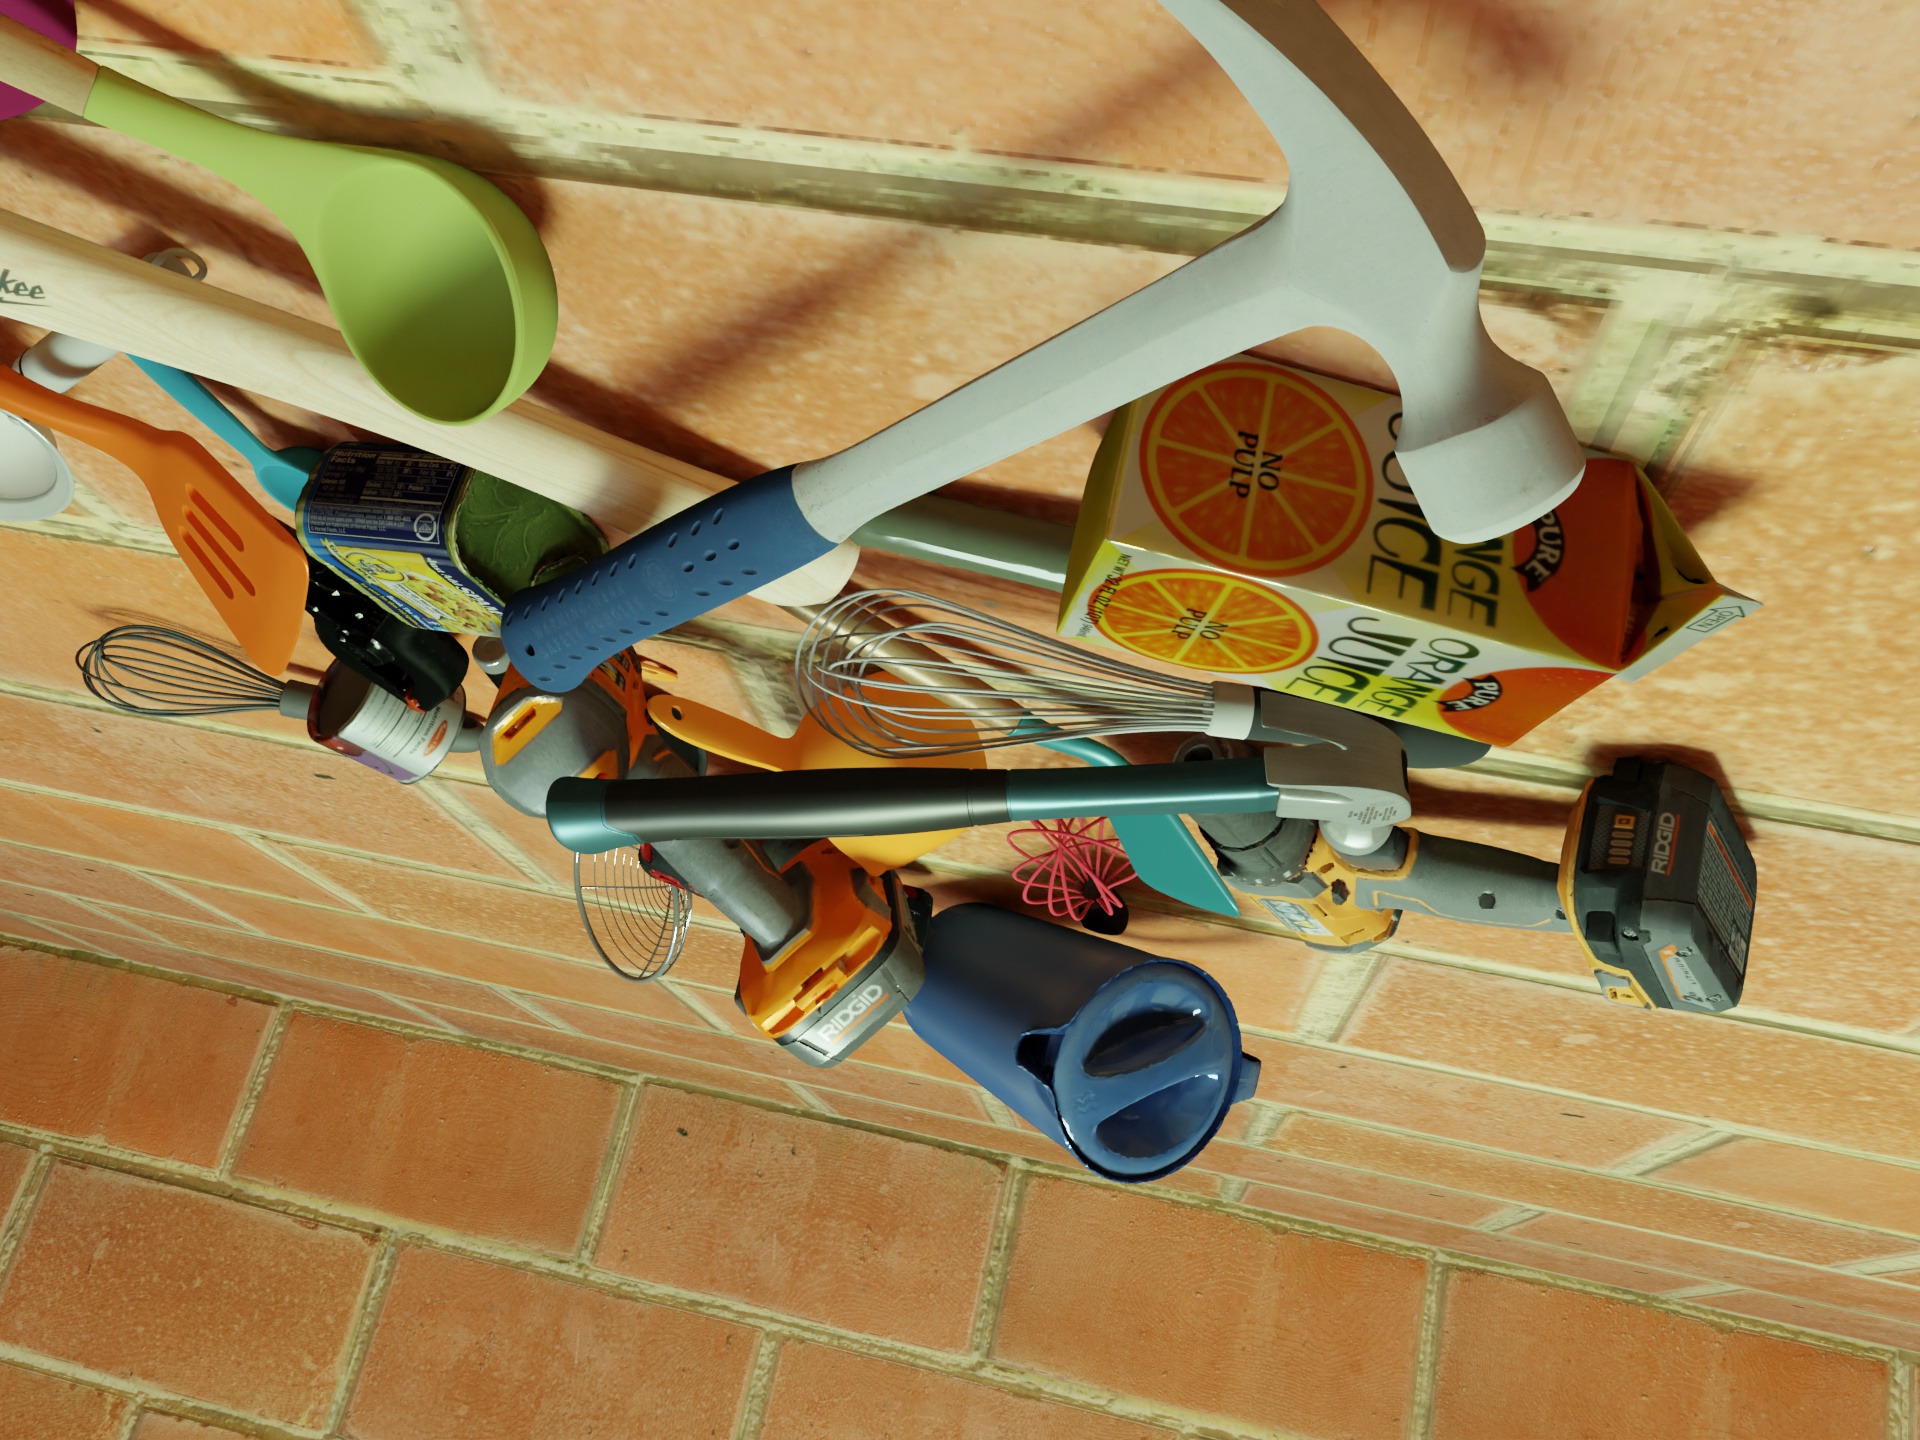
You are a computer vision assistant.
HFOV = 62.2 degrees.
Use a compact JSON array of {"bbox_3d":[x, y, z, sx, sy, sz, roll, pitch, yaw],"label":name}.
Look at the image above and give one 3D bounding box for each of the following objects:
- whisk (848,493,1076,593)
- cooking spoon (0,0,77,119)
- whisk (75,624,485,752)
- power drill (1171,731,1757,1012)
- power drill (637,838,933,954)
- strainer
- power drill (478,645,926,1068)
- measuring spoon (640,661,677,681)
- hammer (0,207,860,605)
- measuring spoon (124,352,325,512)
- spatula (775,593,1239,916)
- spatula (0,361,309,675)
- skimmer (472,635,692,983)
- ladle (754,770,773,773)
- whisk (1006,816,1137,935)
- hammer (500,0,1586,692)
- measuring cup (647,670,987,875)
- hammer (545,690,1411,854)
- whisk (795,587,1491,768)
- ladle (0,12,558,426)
[{"bbox_3d":[0.074,-0.048,0.565,0.246,0.058,0.059,14,125,10],"label":"whisk"},{"bbox_3d":[-0.331,-0.178,0.514,0.068,0.017,0.319,19,159,-29],"label":"cooking spoon"},{"bbox_3d":[-0.405,-0.013,0.956,0.239,0.055,0.055,12,160,-9],"label":"whisk"},{"bbox_3d":[0.216,0.059,0.711,0.226,0.084,0.185,3,156,38],"label":"power drill"},{"bbox_3d":[-0.094,0.108,0.981,0.143,0.079,0.219,13,163,18],"label":"power drill"},{"bbox_3d":[-0.350,-0.130,0.605,0.258,0.050,0.086,-13,142,38],"label":"strainer"},{"bbox_3d":[-0.123,0.043,0.750,0.226,0.084,0.164,46,-173,-20],"label":"power drill"},{"bbox_3d":[-0.200,-0.040,0.809,0.116,0.011,0.021,16,163,-17],"label":"measuring spoon"},{"bbox_3d":[-0.215,-0.122,0.521,0.410,0.038,0.146,18,150,-26],"label":"hammer"},{"bbox_3d":[-0.290,-0.126,0.638,0.042,0.021,0.128,1,147,32],"label":"measuring spoon"},{"bbox_3d":[-0.001,-0.002,0.701,0.317,0.044,0.082,30,172,-25],"label":"spatula"},{"bbox_3d":[-0.368,-0.127,0.556,0.322,0.041,0.081,31,138,-10],"label":"spatula"},{"bbox_3d":[-0.243,0.059,0.973,0.127,0.090,0.363,53,170,26],"label":"skimmer"},{"bbox_3d":[-0.103,0.035,0.919,0.069,0.031,0.315,31,155,-30],"label":"ladle"},{"bbox_3d":[0.075,0.094,0.923,0.073,0.073,0.295,9,166,12],"label":"whisk"},{"bbox_3d":[-0.037,-0.072,0.460,0.405,0.035,0.144,-15,111,49],"label":"hammer"},{"bbox_3d":[-0.056,0.009,0.710,0.052,0.095,0.173,-28,147,34],"label":"measuring cup"},{"bbox_3d":[0.006,0.030,0.615,0.331,0.033,0.128,-3,162,7],"label":"hammer"},{"bbox_3d":[0.076,-0.009,0.637,0.284,0.070,0.070,6,160,-5],"label":"whisk"},{"bbox_3d":[-0.254,-0.168,0.407,0.320,0.062,0.078,22,137,-29],"label":"ladle"}]
